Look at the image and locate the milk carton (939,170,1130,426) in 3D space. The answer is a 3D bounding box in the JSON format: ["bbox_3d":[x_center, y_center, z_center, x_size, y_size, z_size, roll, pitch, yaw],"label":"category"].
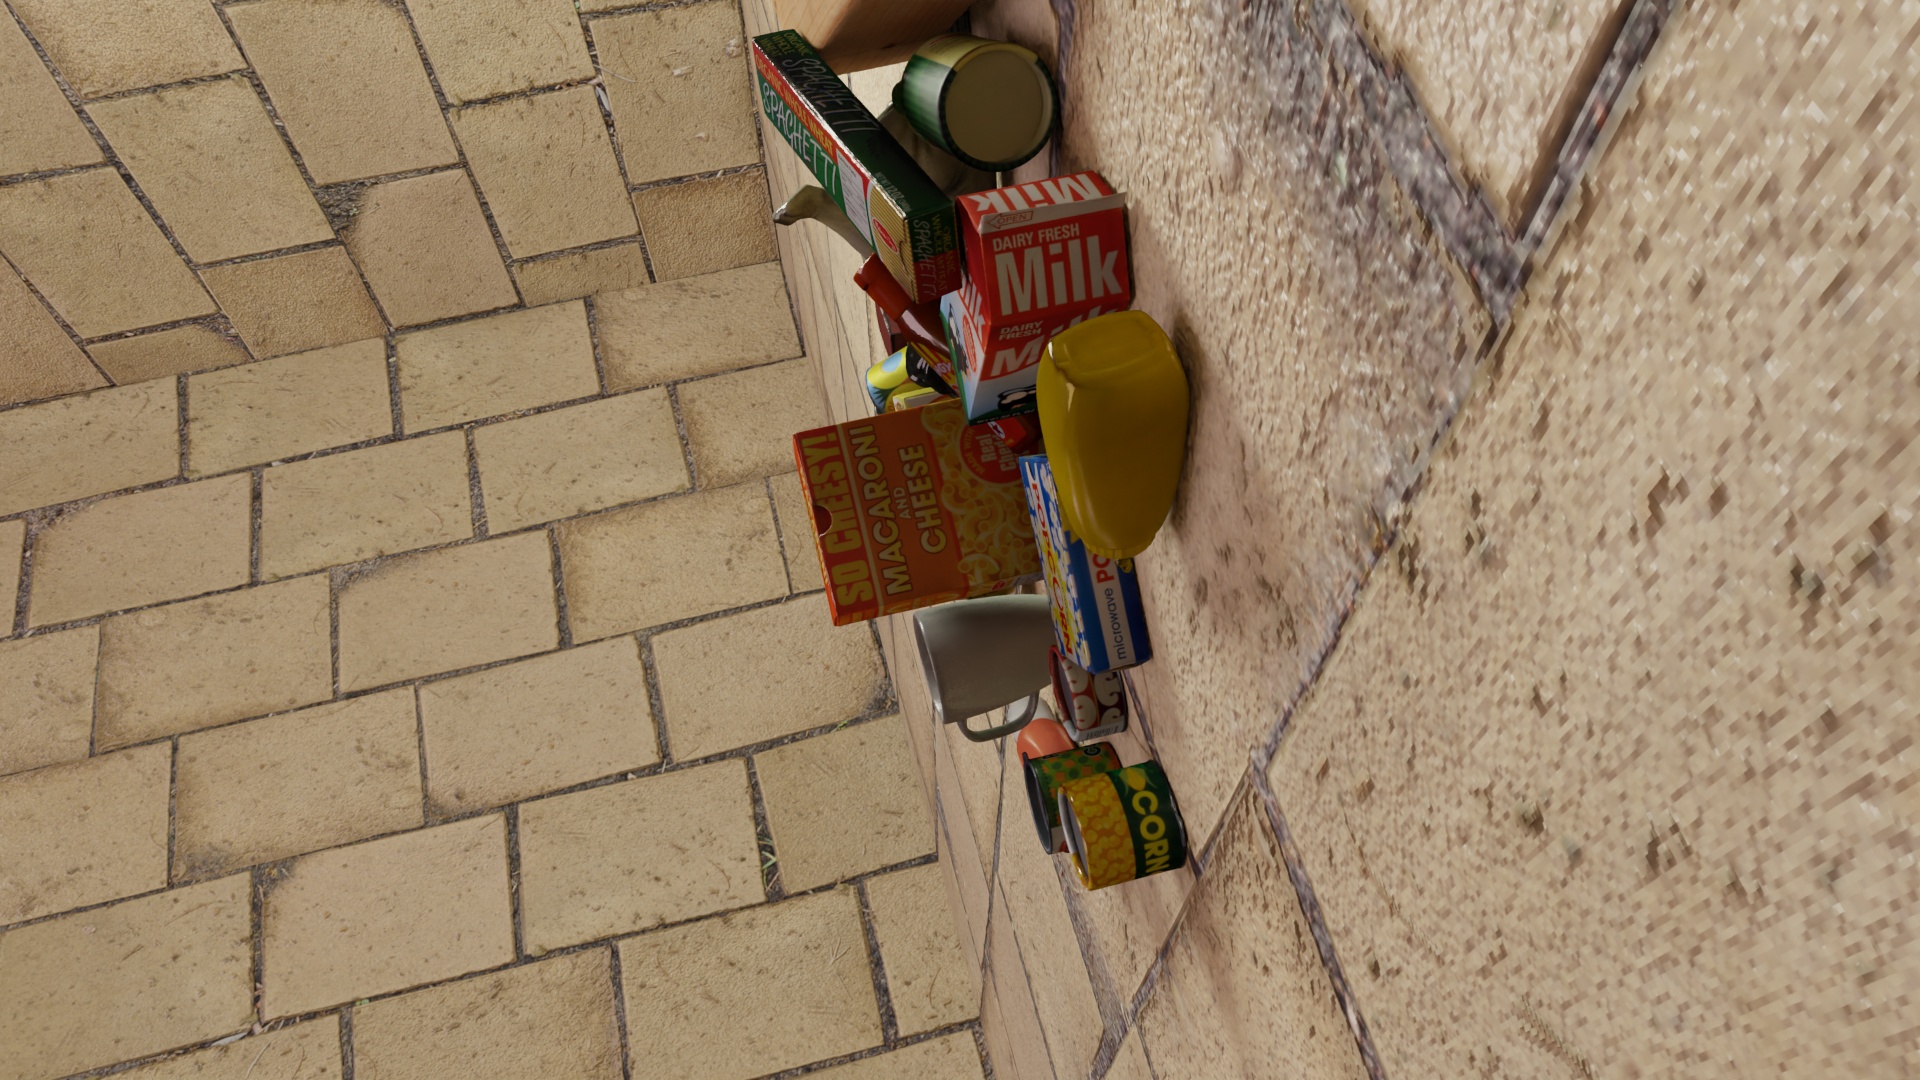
[{"bbox_3d":[0.036,-0.129,0.720,0.190,0.072,0.073,109,148,-75],"label":"milk carton"}]

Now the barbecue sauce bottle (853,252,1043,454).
[{"bbox_3d":[0.000,-0.119,0.844,0.148,0.044,0.065,45,168,-4],"label":"barbecue sauce bottle"}]

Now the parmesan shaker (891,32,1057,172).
[{"bbox_3d":[0.006,-0.240,0.759,0.103,0.071,0.071,-119,18,-64],"label":"parmesan shaker"}]

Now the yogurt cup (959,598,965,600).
[{"bbox_3d":[0.008,0.023,1.203,0.072,0.072,0.054,133,132,-80],"label":"yogurt cup"}]

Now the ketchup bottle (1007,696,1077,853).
[{"bbox_3d":[0.070,0.171,1.064,0.149,0.043,0.064,-117,18,-62],"label":"ketchup bottle"}]

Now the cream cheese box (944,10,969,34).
[{"bbox_3d":[-0.013,-0.347,0.896,0.053,0.024,0.103,-115,14,-58],"label":"cream cheese box"}]

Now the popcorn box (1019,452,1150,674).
[{"bbox_3d":[0.071,0.009,0.815,0.085,0.038,0.126,-155,52,-82],"label":"popcorn box"}]

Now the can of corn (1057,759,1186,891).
[{"bbox_3d":[0.095,0.170,0.825,0.071,0.058,0.071,170,88,-82],"label":"can of corn"}]

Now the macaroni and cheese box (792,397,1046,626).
[{"bbox_3d":[-0.013,-0.025,0.884,0.040,0.167,0.124,110,146,-74],"label":"macaroni and cheese box"}]

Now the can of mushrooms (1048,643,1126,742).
[{"bbox_3d":[0.081,0.093,0.899,0.071,0.033,0.071,170,87,-83],"label":"can of mushrooms"}]

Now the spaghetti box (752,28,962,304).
[{"bbox_3d":[-0.062,-0.213,0.760,0.251,0.029,0.050,-124,20,-44],"label":"spaghetti box"}]

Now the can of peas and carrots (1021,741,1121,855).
[{"bbox_3d":[0.079,0.173,0.947,0.071,0.059,0.071,171,88,-82],"label":"can of peas and carrots"}]

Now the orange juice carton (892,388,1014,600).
[{"bbox_3d":[0.004,-0.028,1.108,0.072,0.073,0.192,-148,45,-79],"label":"orange juice carton"}]

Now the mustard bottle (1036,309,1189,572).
[{"bbox_3d":[0.072,-0.035,0.653,0.159,0.065,0.049,81,168,-52],"label":"mustard bottle"}]

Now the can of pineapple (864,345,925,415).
[{"bbox_3d":[-0.042,-0.136,1.227,0.071,0.057,0.071,47,-153,-33],"label":"can of pineapple"}]
